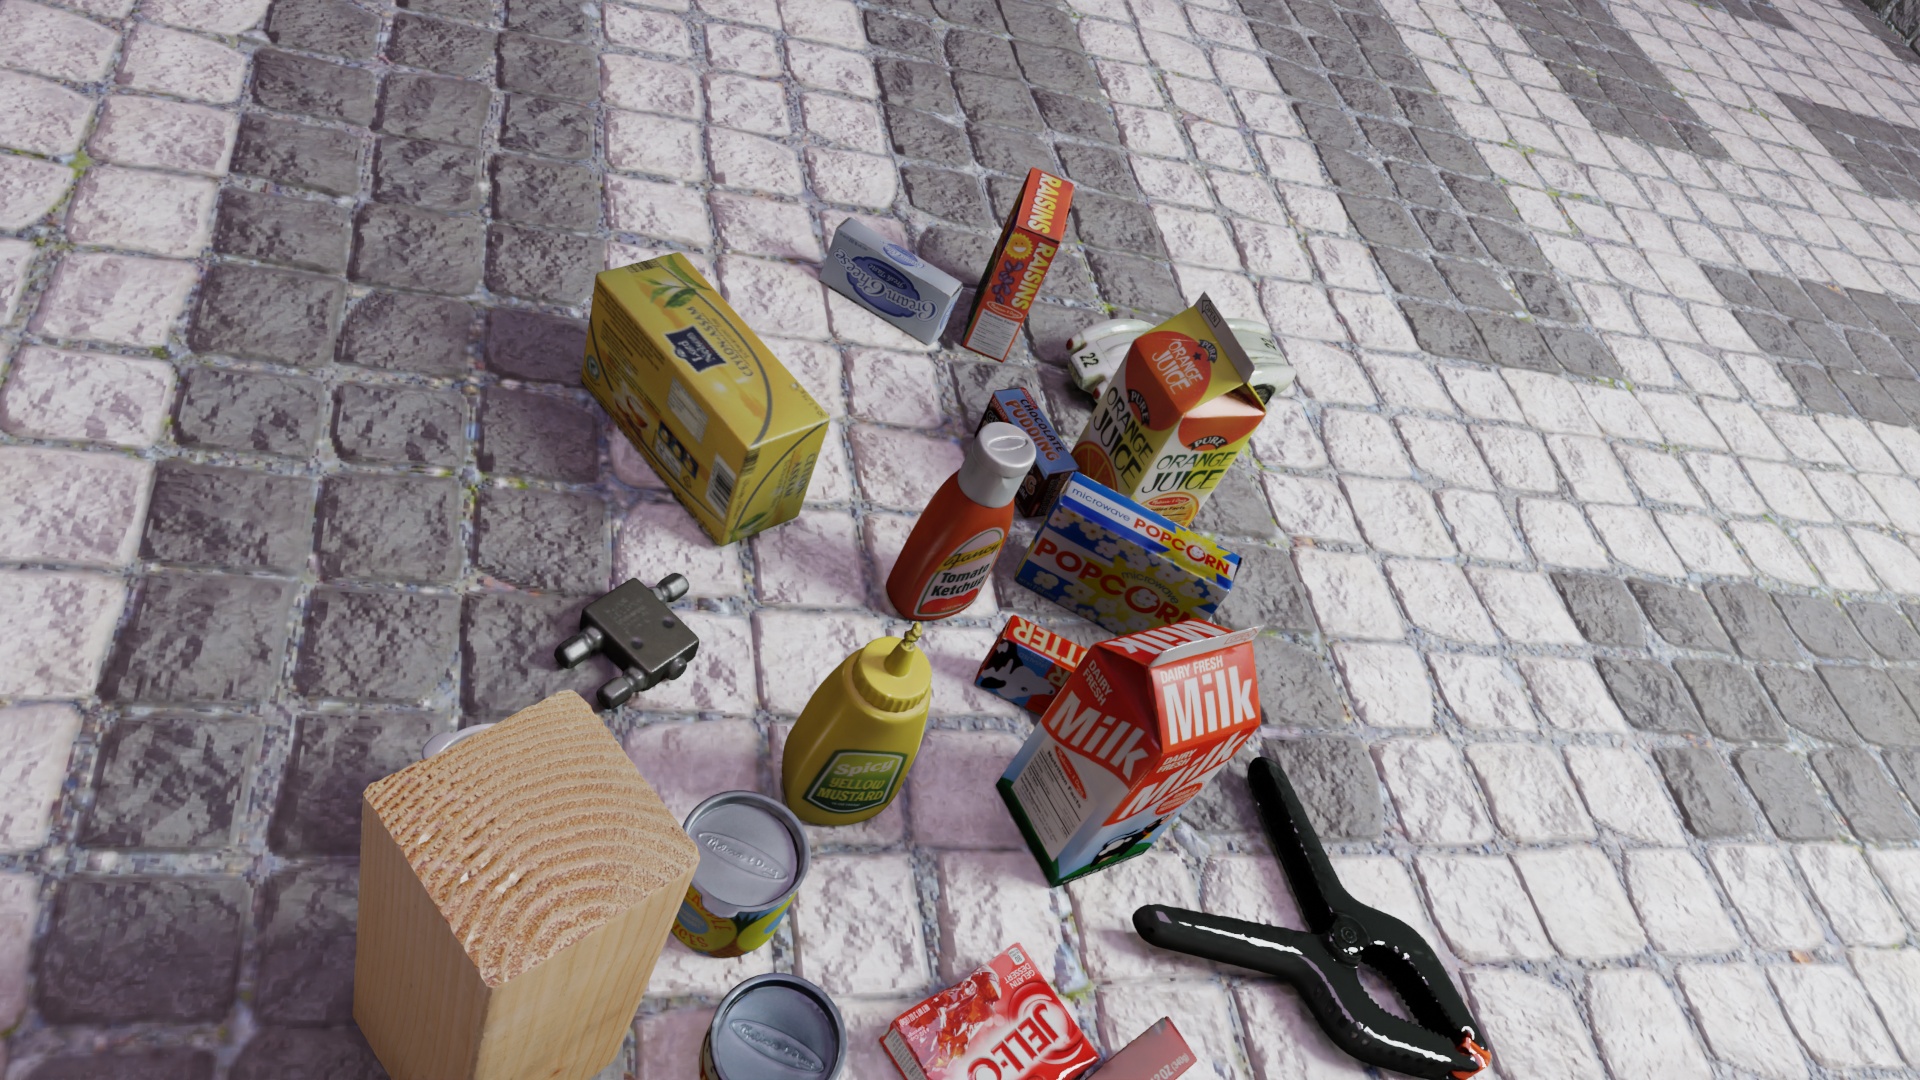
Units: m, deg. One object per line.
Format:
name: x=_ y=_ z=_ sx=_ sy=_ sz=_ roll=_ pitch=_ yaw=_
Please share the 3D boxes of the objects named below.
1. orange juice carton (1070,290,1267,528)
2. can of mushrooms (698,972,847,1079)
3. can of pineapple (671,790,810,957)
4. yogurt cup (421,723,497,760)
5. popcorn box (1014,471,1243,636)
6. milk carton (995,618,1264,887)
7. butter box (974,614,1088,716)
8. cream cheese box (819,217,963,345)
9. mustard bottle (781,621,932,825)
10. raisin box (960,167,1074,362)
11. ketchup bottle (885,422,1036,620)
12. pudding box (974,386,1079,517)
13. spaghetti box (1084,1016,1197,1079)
orange juice carton: x=0.139 y=-0.074 z=0.942 sx=0.073 sy=0.191 sz=0.072 roll=-5 pitch=53 yaw=-28
can of mushrooms: x=-0.091 y=0.247 z=0.664 sx=0.071 sy=0.033 sz=0.071 roll=13 pitch=47 yaw=-14
can of pineapple: x=-0.116 y=0.171 z=0.704 sx=0.071 sy=0.057 sz=0.071 roll=13 pitch=47 yaw=-14
yogurt cup: x=-0.233 y=0.133 z=0.687 sx=0.072 sy=0.053 sz=0.073 roll=13 pitch=47 yaw=-14
popcorn box: x=0.109 y=0.019 z=0.922 sx=0.127 sy=0.084 sz=0.038 roll=28 pitch=45 yaw=1
milk carton: x=0.096 y=0.108 z=0.762 sx=0.072 sy=0.189 sz=0.074 roll=-11 pitch=56 yaw=-32
butter box: x=0.066 y=0.089 z=0.862 sx=0.103 sy=0.052 sz=0.024 roll=25 pitch=45 yaw=-1
cream cheese box: x=-0.054 y=-0.198 z=1.063 sx=0.104 sy=0.053 sz=0.024 roll=31 pitch=45 yaw=4
mustard bottle: x=-0.050 y=0.094 z=0.730 sx=0.065 sy=0.159 sz=0.049 roll=6 pitch=49 yaw=-20
raisin box: x=0.044 y=-0.211 z=1.070 sx=0.040 sy=0.122 sz=0.086 roll=21 pitch=45 yaw=-6
ketchup bottle: x=0.003 y=-0.011 z=0.855 sx=0.065 sy=0.148 sz=0.044 roll=-13 pitch=57 yaw=-33
pudding box: x=0.047 y=-0.064 z=0.991 sx=0.030 sy=0.049 sz=0.084 roll=-10 pitch=56 yaw=-31
spaghetti box: x=0.014 y=0.305 z=0.648 sx=0.251 sy=0.050 sz=0.029 roll=-23 pitch=63 yaw=-37
